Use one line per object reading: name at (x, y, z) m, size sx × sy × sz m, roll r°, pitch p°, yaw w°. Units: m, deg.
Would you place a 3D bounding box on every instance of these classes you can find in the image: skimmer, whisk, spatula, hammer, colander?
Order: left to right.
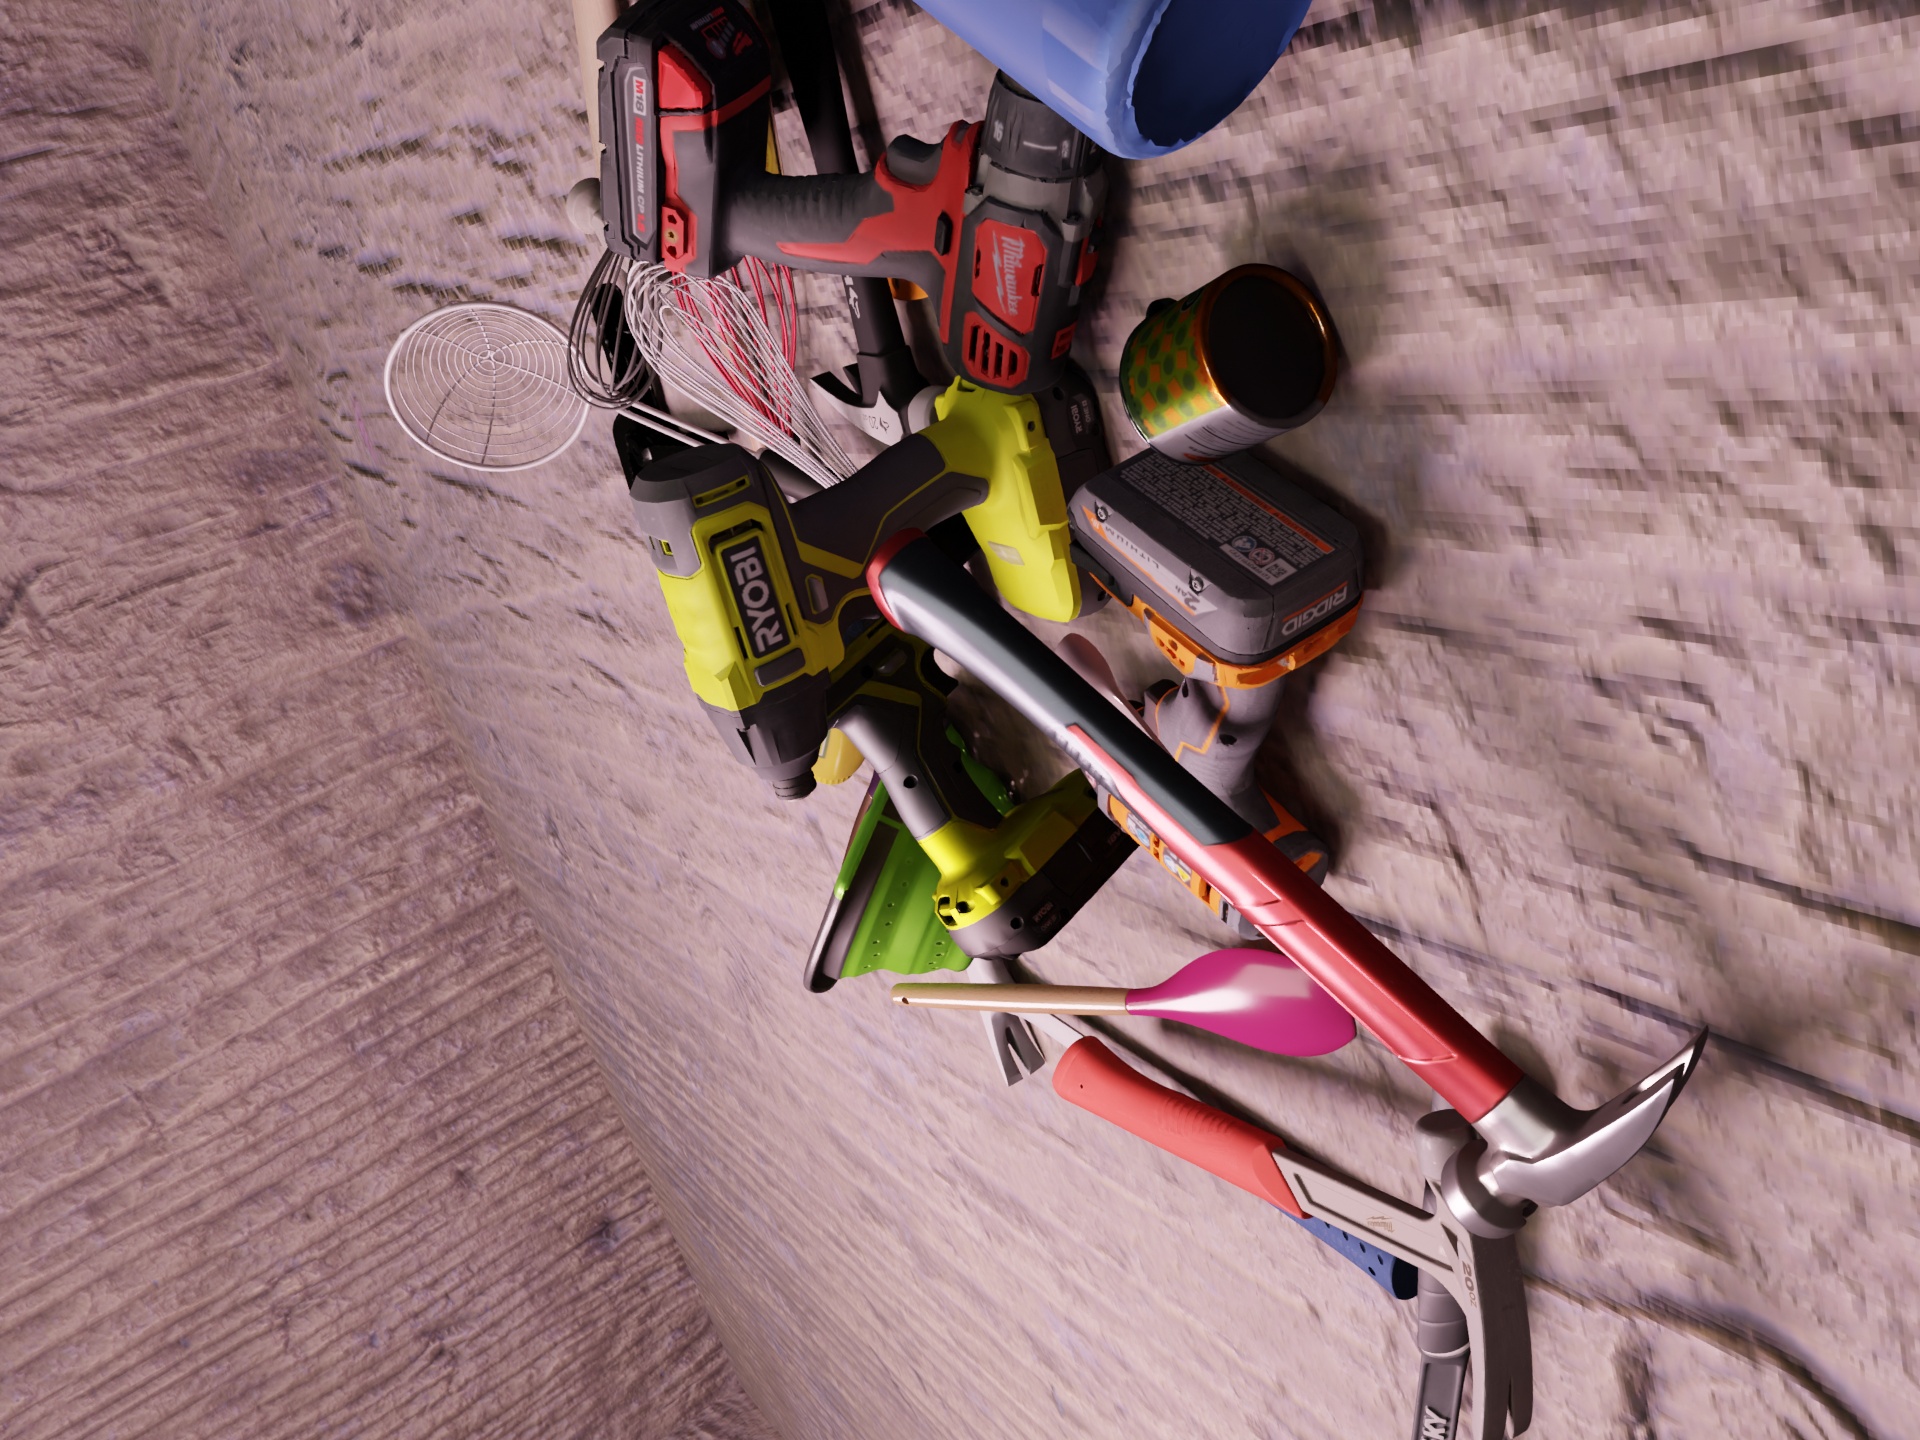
hammer at (-0.219, -0.461, 0.960) m, size 0.146 × 0.038 × 0.410 m, roll 42°, pitch 148°, yaw 34°
whisk at (-0.191, -0.301, 0.936) m, size 0.055 × 0.055 × 0.239 m, roll 9°, pitch 89°, yaw 60°
skimmer at (-0.190, -0.165, 0.987) m, size 0.363 × 0.090 × 0.127 m, roll 24°, pitch 137°, yaw 19°
whisk at (-0.119, -0.196, 1.016) m, size 0.073 × 0.073 × 0.295 m, roll 37°, pitch 151°, yaw 43°
whisk at (-0.078, -0.149, 0.895) m, size 0.284 × 0.070 × 0.070 m, roll 44°, pitch 160°, yaw -19°
hammer at (-0.071, -0.308, 0.824) m, size 0.146 × 0.035 × 0.334 m, roll 29°, pitch 138°, yaw 59°
spatula at (-0.067, 0.062, 1.207) m, size 0.315 × 0.018 × 0.060 m, roll 112°, pitch 152°, yaw -60°
colander at (-0.022, 0.111, 1.086) m, size 0.094 × 0.204 × 0.397 m, roll 23°, pitch 166°, yaw 2°
hammer at (0.128, 0.243, 1.003) m, size 0.406 × 0.035 × 0.144 m, roll 25°, pitch 136°, yaw 52°
hammer at (0.109, 0.041, 0.651) m, size 0.386 × 0.038 × 0.143 m, roll 43°, pitch 142°, yaw 16°
hammer at (0.153, 0.239, 0.840) m, size 0.359 × 0.036 × 0.149 m, roll 4°, pitch 105°, yaw 64°
hammer at (0.245, 0.330, 0.823) m, size 0.149 × 0.036 × 0.408 m, roll 9°, pitch 123°, yaw 22°

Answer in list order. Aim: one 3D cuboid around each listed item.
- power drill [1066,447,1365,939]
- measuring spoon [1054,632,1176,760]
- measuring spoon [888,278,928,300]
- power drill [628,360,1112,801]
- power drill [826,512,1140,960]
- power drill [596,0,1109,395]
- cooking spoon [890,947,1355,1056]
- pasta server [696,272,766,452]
power drill at (0.104, -0.018, 0.742) m, size 0.164 × 0.084 × 0.226 m, roll 43°, pitch 153°, yaw 36°
measuring spoon at (0.079, 0.014, 0.707) m, size 0.124 × 0.018 × 0.034 m, roll 53°, pitch 161°, yaw 11°
measuring spoon at (-0.013, -0.233, 0.830) m, size 0.117 × 0.011 × 0.021 m, roll 18°, pitch 128°, yaw 61°
power drill at (-0.033, -0.074, 0.770) m, size 0.080 × 0.223 × 0.171 m, roll 24°, pitch 135°, yaw 53°
power drill at (-0.001, -0.003, 0.867) m, size 0.228 × 0.190 × 0.080 m, roll 50°, pitch 156°, yaw -8°
power drill at (-0.041, -0.257, 0.698) m, size 0.227 × 0.080 × 0.187 m, roll 20°, pitch 134°, yaw 11°
cooking spoon at (0.078, 0.162, 0.917) m, size 0.319 × 0.017 × 0.068 m, roll -6°, pitch 114°, yaw 41°
pasta server at (-0.146, -0.230, 1.048) m, size 0.040 × 0.060 × 0.316 m, roll -91°, pitch -13°, yaw -60°
